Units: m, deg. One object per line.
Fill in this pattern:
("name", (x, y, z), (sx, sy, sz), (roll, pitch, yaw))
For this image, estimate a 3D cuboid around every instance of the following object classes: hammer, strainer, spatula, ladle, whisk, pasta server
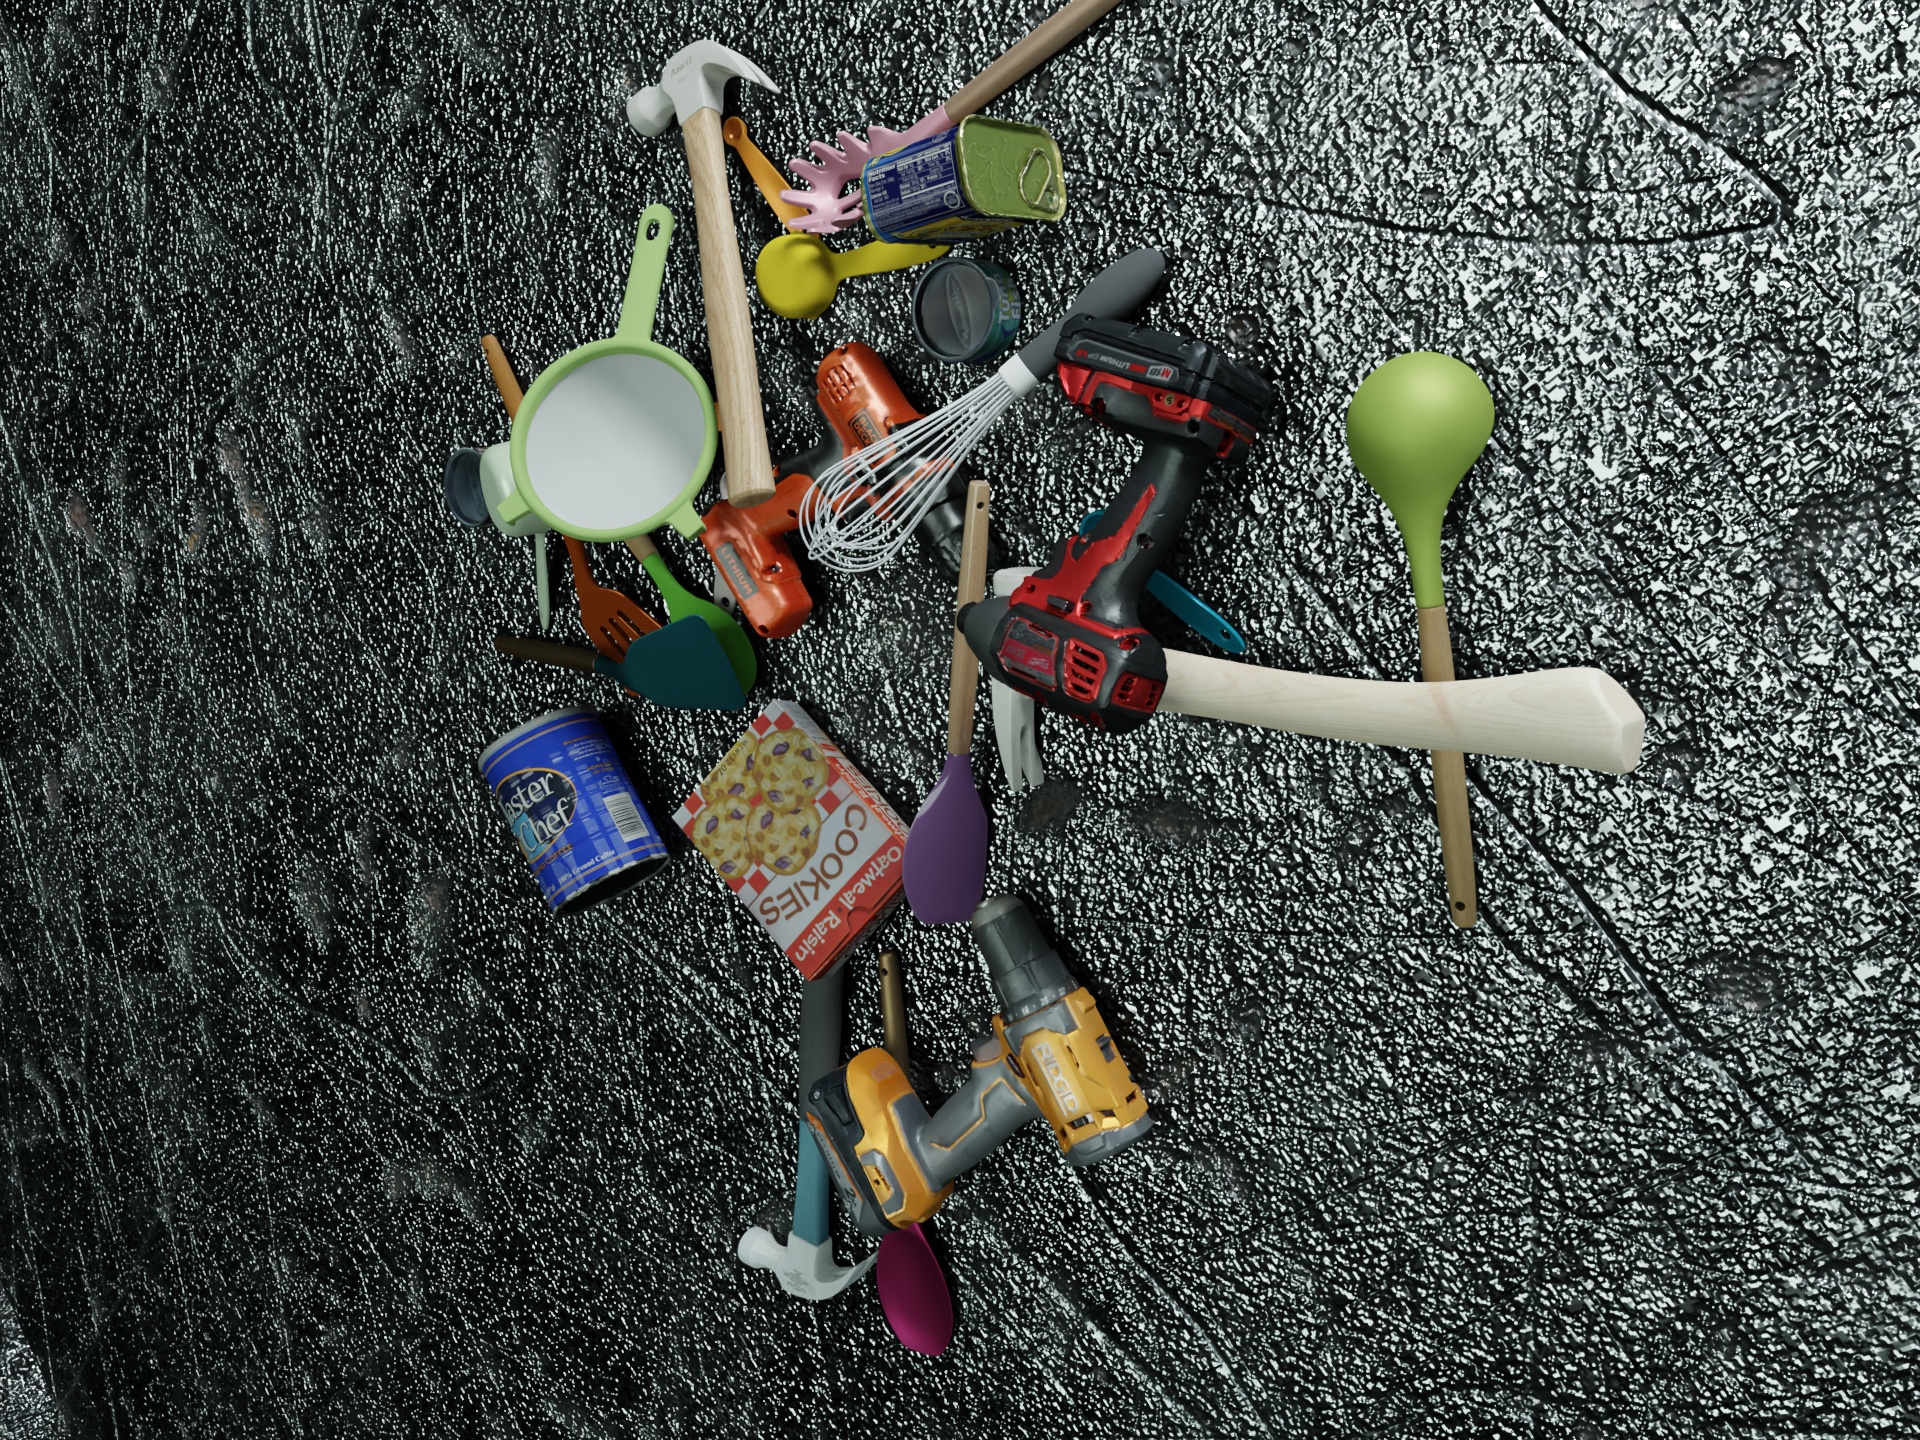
("hammer", (-0.161, -0.307, 1.085), (0.130, 0.031, 0.331), (-18, 76, 41))
("strainer", (-0.230, -0.241, 1.143), (0.151, 0.069, 0.256), (6, 77, 10))
("spatula", (-0.002, -0.003, 1.054), (0.018, 0.059, 0.315), (-121, 34, -64))
("ladle", (0.265, -0.041, 0.877), (0.078, 0.062, 0.320), (-2, 105, 31))
("spatula", (-0.286, -0.051, 1.255), (0.318, 0.044, 0.082), (11, 133, 48))
("spatula", (-0.316, -0.172, 1.281), (0.081, 0.041, 0.323), (-35, 75, 37))
("whisk", (0.011, -0.191, 0.979), (0.284, 0.070, 0.070), (-39, 76, 14))
("hammer", (-0.112, 0.294, 1.223), (0.128, 0.033, 0.331), (14, 108, 34))
("pasta server", (0.010, -0.393, 0.984), (0.316, 0.040, 0.060), (-24, 74, 36))
("hammer", (0.177, -0.004, 0.910), (0.411, 0.038, 0.146), (9, 107, 43))

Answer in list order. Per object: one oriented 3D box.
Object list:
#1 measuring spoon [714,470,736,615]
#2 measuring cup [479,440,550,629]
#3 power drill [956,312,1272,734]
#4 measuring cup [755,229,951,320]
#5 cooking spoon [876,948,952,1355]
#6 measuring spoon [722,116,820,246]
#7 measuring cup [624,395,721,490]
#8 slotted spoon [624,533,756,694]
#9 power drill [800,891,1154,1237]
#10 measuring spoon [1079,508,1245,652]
("measuring spoon", (-0.167, -0.132, 1.187), (0.034, 0.018, 0.124), (23, 120, 18))
("measuring cup", (-0.357, -0.145, 1.284), (0.083, 0.038, 0.167), (41, 138, 46))
("power drill", (0.080, -0.114, 0.925), (0.143, 0.078, 0.219), (26, 99, 40))
("measuring cup", (-0.075, -0.307, 1.067), (0.156, 0.029, 0.062), (-2, 105, 35))
("cooking spoon", (-0.041, 0.325, 1.187), (0.069, 0.017, 0.319), (2, 102, 34))
("measuring spoon", (-0.129, -0.374, 1.109), (0.021, 0.011, 0.117), (-42, 78, 35))
("measuring cup", (-0.224, -0.214, 1.194), (0.173, 0.052, 0.095), (-9, 92, 12))
("slotted spoon", (-0.255, -0.143, 1.236), (0.314, 0.031, 0.070), (54, 127, 18))
("power drill", (-0.001, 0.238, 1.092), (0.226, 0.084, 0.185), (-31, 81, 26))
("measuring spoon", (0.128, -0.087, 0.978), (0.129, 0.021, 0.042), (41, 145, 12))
